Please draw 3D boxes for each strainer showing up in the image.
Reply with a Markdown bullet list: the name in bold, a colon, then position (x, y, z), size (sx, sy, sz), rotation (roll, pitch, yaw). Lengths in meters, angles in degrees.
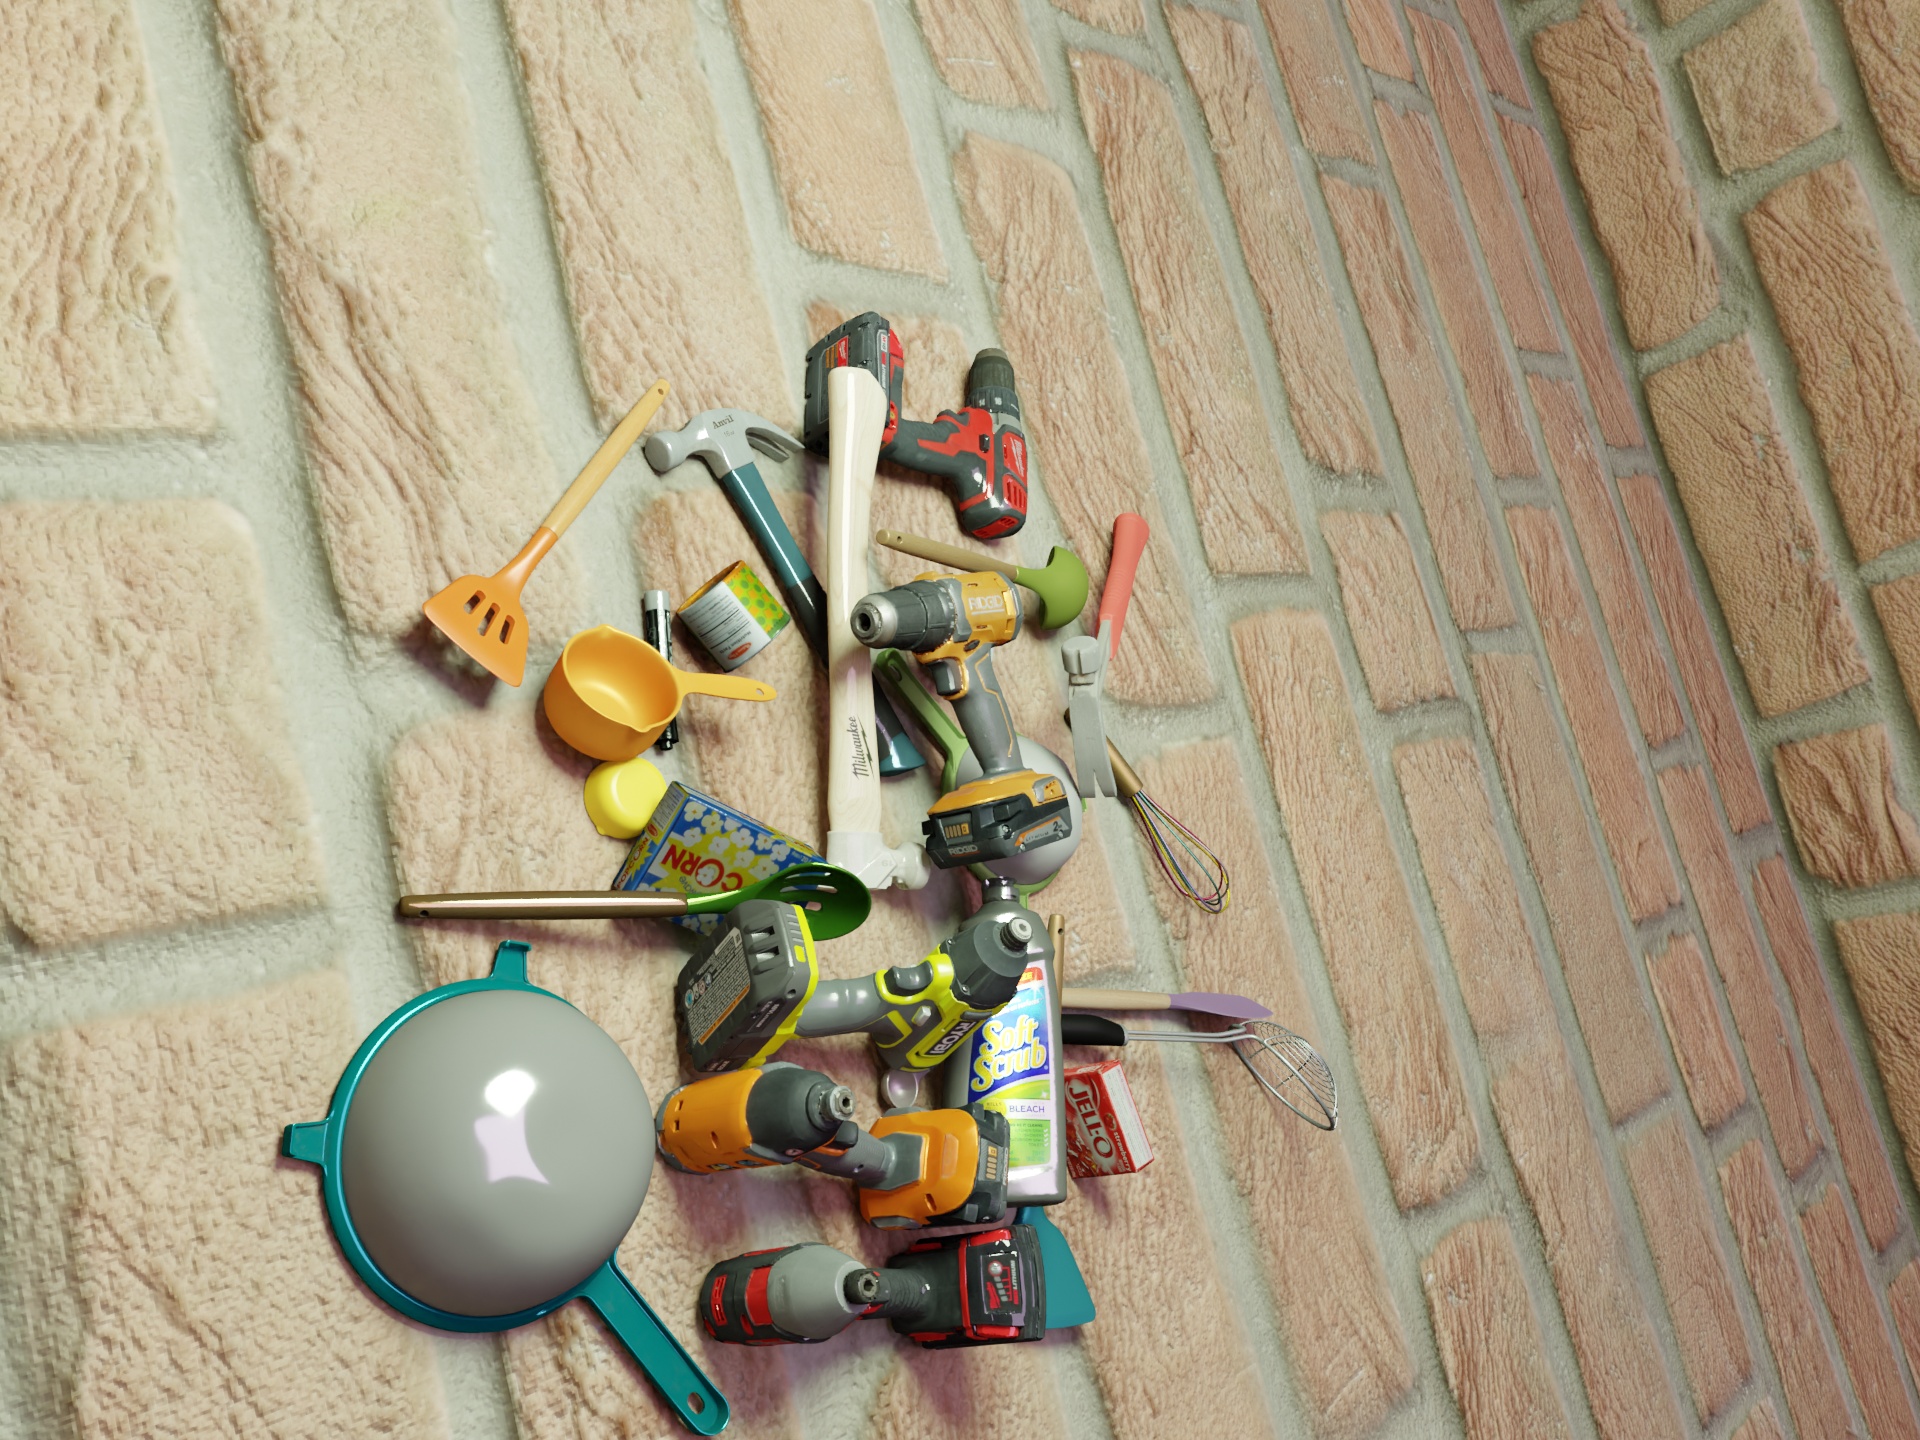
- **strainer**: position (0.028, 0.031, 1.342), size (0.256, 0.069, 0.151), rotation (51, 46, -19)
- **strainer**: position (-0.226, 0.305, 0.964), size (0.340, 0.095, 0.211), rotation (56, 44, -10)

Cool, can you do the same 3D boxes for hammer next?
- **hammer**: position (0.139, -0.086, 1.458), size (0.359, 0.037, 0.149), rotation (-70, 154, -56)
- **hammer**: position (-0.123, -0.099, 1.275), size (0.128, 0.033, 0.331), rotation (-36, 100, -45)
- **hammer**: position (-0.094, -0.074, 1.234), size (0.146, 0.038, 0.411), rotation (5, 80, -36)

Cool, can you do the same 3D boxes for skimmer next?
- **skimmer**: position (0.181, 0.304, 1.385), size (0.363, 0.127, 0.090), rotation (10, 98, -30)

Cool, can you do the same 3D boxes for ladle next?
- **ladle**: position (0.019, -0.130, 1.356), size (0.320, 0.062, 0.078), rotation (8, 91, -56)

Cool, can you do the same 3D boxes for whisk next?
- **whisk**: position (0.177, 0.082, 1.489), size (0.047, 0.051, 0.245), rotation (-39, 98, -10)

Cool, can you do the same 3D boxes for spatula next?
- **spatula**: position (0.074, 0.314, 1.267), size (0.082, 0.044, 0.317), rotation (10, 79, -34)
- **spatula**: position (0.165, 0.250, 1.411), size (0.315, 0.060, 0.018), rotation (10, 99, -37)
- **spatula**: position (-0.278, -0.151, 1.139), size (0.081, 0.041, 0.323), rotation (44, 47, -22)

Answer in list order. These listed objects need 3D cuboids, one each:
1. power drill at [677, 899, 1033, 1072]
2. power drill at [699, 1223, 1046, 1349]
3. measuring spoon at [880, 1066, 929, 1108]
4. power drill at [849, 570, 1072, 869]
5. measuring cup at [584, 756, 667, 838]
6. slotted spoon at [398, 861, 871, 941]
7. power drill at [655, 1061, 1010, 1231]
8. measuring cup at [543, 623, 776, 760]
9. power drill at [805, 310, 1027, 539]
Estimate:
- **power drill**: position (-0.068, 0.185, 1.112), size (0.223, 0.171, 0.080), rotation (8, 48, -35)
- **power drill**: position (-0.049, 0.385, 1.073), size (0.219, 0.143, 0.079), rotation (17, 60, -42)
- **measuring spoon**: position (-0.028, 0.261, 1.239), size (0.124, 0.018, 0.034), rotation (-39, 107, -52)
- **power drill**: position (-0.002, -0.004, 1.225), size (0.185, 0.084, 0.226), rotation (-11, 87, -56)
- **measuring cup**: position (-0.197, 0.083, 1.129), size (0.156, 0.029, 0.062), rotation (42, 49, -21)
- **slotted spoon**: position (-0.208, 0.120, 1.055), size (0.313, 0.070, 0.031), rotation (3, 34, -27)
- **power drill**: position (-0.070, 0.286, 1.077), size (0.226, 0.164, 0.084), rotation (27, 56, -37)
- **measuring cup**: position (-0.212, -0.012, 1.125), size (0.173, 0.052, 0.095), rotation (5, 49, -43)
- **power drill**: position (-0.026, -0.279, 1.414), size (0.226, 0.080, 0.188), rotation (20, 61, -41)
